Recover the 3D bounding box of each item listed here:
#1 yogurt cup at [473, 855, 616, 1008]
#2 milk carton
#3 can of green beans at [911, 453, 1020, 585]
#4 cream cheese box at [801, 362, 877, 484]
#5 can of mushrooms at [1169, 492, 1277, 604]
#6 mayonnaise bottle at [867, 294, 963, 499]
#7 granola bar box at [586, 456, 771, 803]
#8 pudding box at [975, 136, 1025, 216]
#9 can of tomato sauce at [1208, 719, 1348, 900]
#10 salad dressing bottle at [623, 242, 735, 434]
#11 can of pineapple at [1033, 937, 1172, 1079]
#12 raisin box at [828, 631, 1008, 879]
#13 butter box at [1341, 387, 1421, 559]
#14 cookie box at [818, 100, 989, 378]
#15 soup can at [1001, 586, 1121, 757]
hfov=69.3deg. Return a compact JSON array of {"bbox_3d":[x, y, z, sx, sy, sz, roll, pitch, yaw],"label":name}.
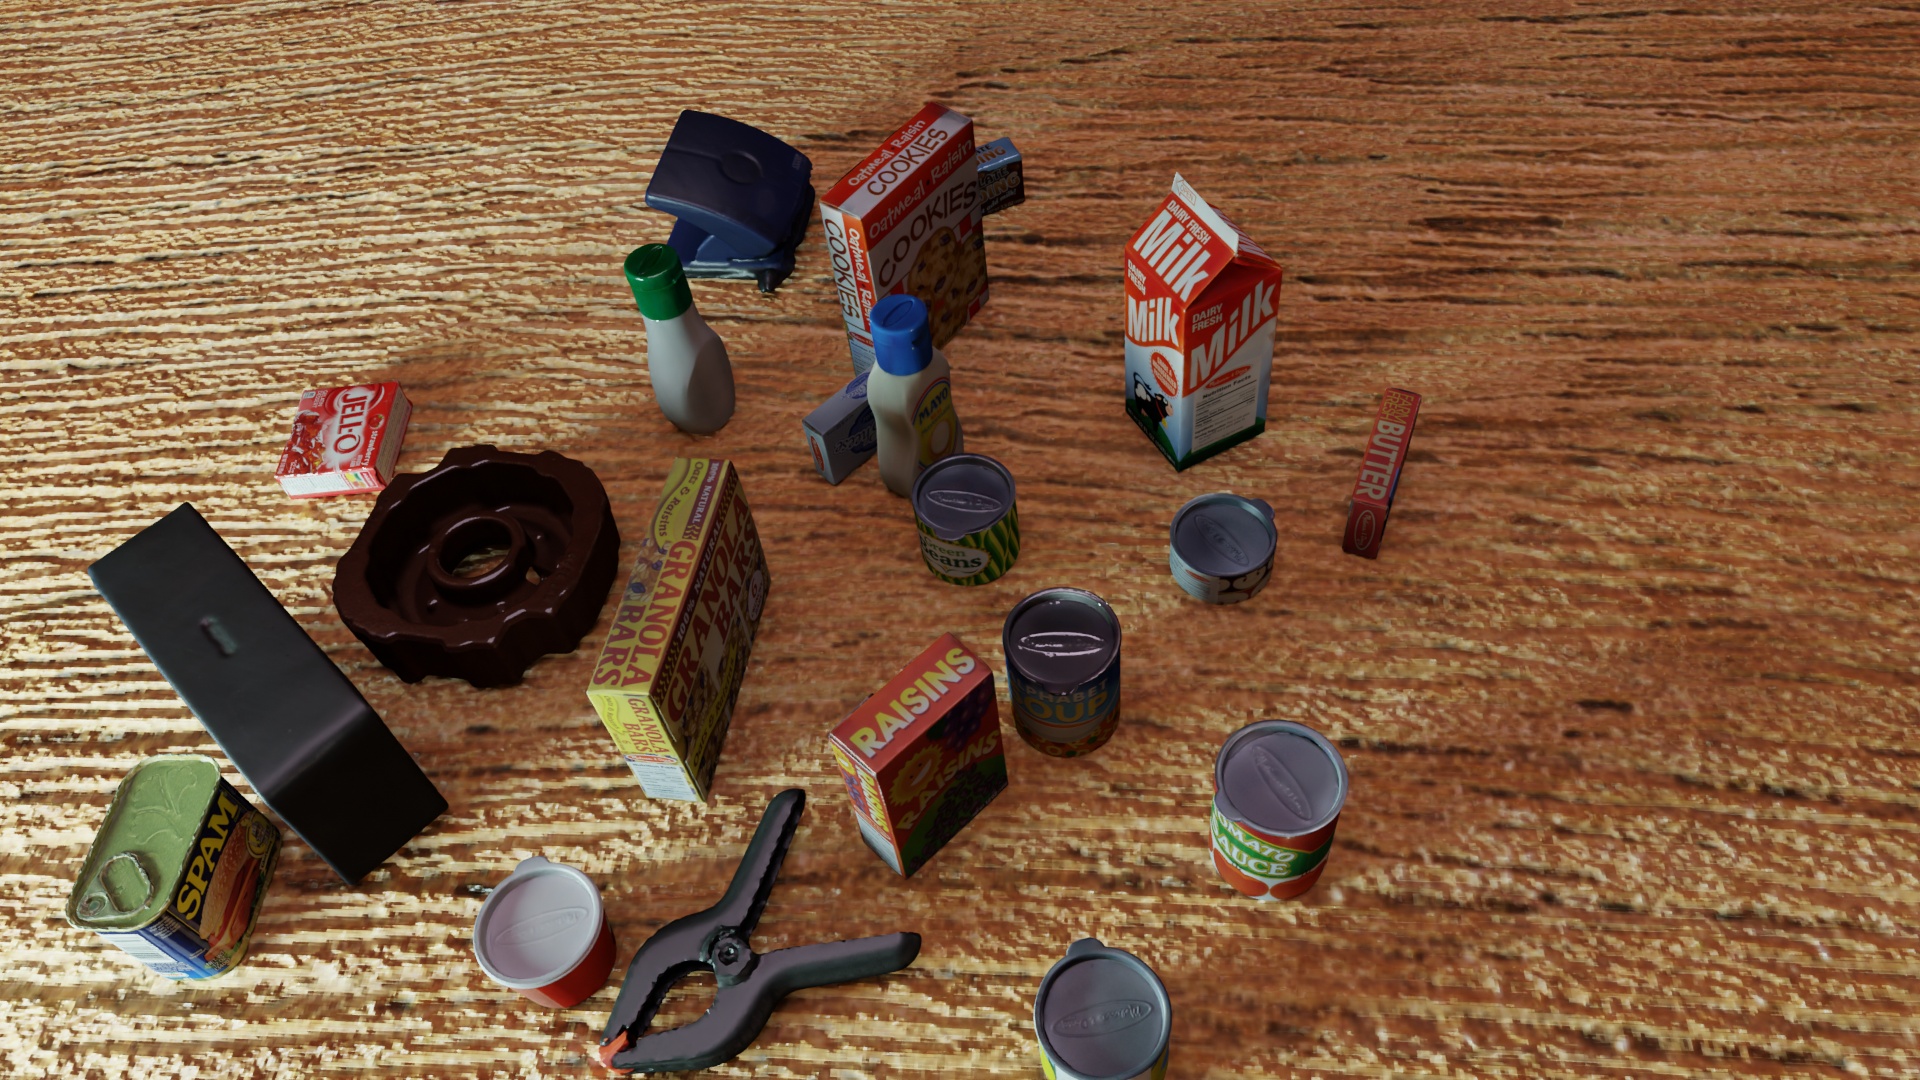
[{"bbox_3d":[-0.218,0.214,0.742,0.072,0.053,0.073,-3,52,4],"label":"yogurt cup"},{"bbox_3d":[0.154,-0.141,0.893,0.073,0.189,0.072,-25,54,-12],"label":"milk carton"},{"bbox_3d":[0.004,-0.013,0.893,0.071,0.057,0.071,-3,52,4],"label":"can of green beans"},{"bbox_3d":[-0.062,-0.090,0.964,0.024,0.053,0.104,35,63,28],"label":"cream cheese box"},{"bbox_3d":[0.167,0.004,0.877,0.071,0.033,0.071,-3,52,4],"label":"can of mushrooms"},{"bbox_3d":[-0.031,-0.093,0.903,0.041,0.147,0.065,28,60,25],"label":"mayonnaise bottle"},{"bbox_3d":[-0.159,0.052,0.818,0.039,0.123,0.166,4,53,10],"label":"granola bar box"},{"bbox_3d":[0.008,-0.284,1.111,0.084,0.049,0.030,-23,53,-11],"label":"pudding box"},{"bbox_3d":[0.165,0.145,0.735,0.071,0.082,0.071,-3,52,4],"label":"can of tomato sauce"},{"bbox_3d":[-0.193,-0.137,0.956,0.044,0.147,0.064,15,56,18],"label":"salad dressing bottle"},{"bbox_3d":[0.071,0.241,0.687,0.071,0.057,0.071,-3,52,4],"label":"can of pineapple"},{"bbox_3d":[-0.019,0.118,0.752,0.086,0.122,0.040,-39,58,-22],"label":"raisin box"},{"bbox_3d":[0.270,-0.044,0.891,0.024,0.052,0.104,15,55,18],"label":"butter box"},{"bbox_3d":[-0.035,-0.202,0.977,0.040,0.166,0.123,27,60,25],"label":"cookie box"},{"bbox_3d":[0.059,0.079,0.798,0.071,0.083,0.072,-3,52,4],"label":"soup can"}]
